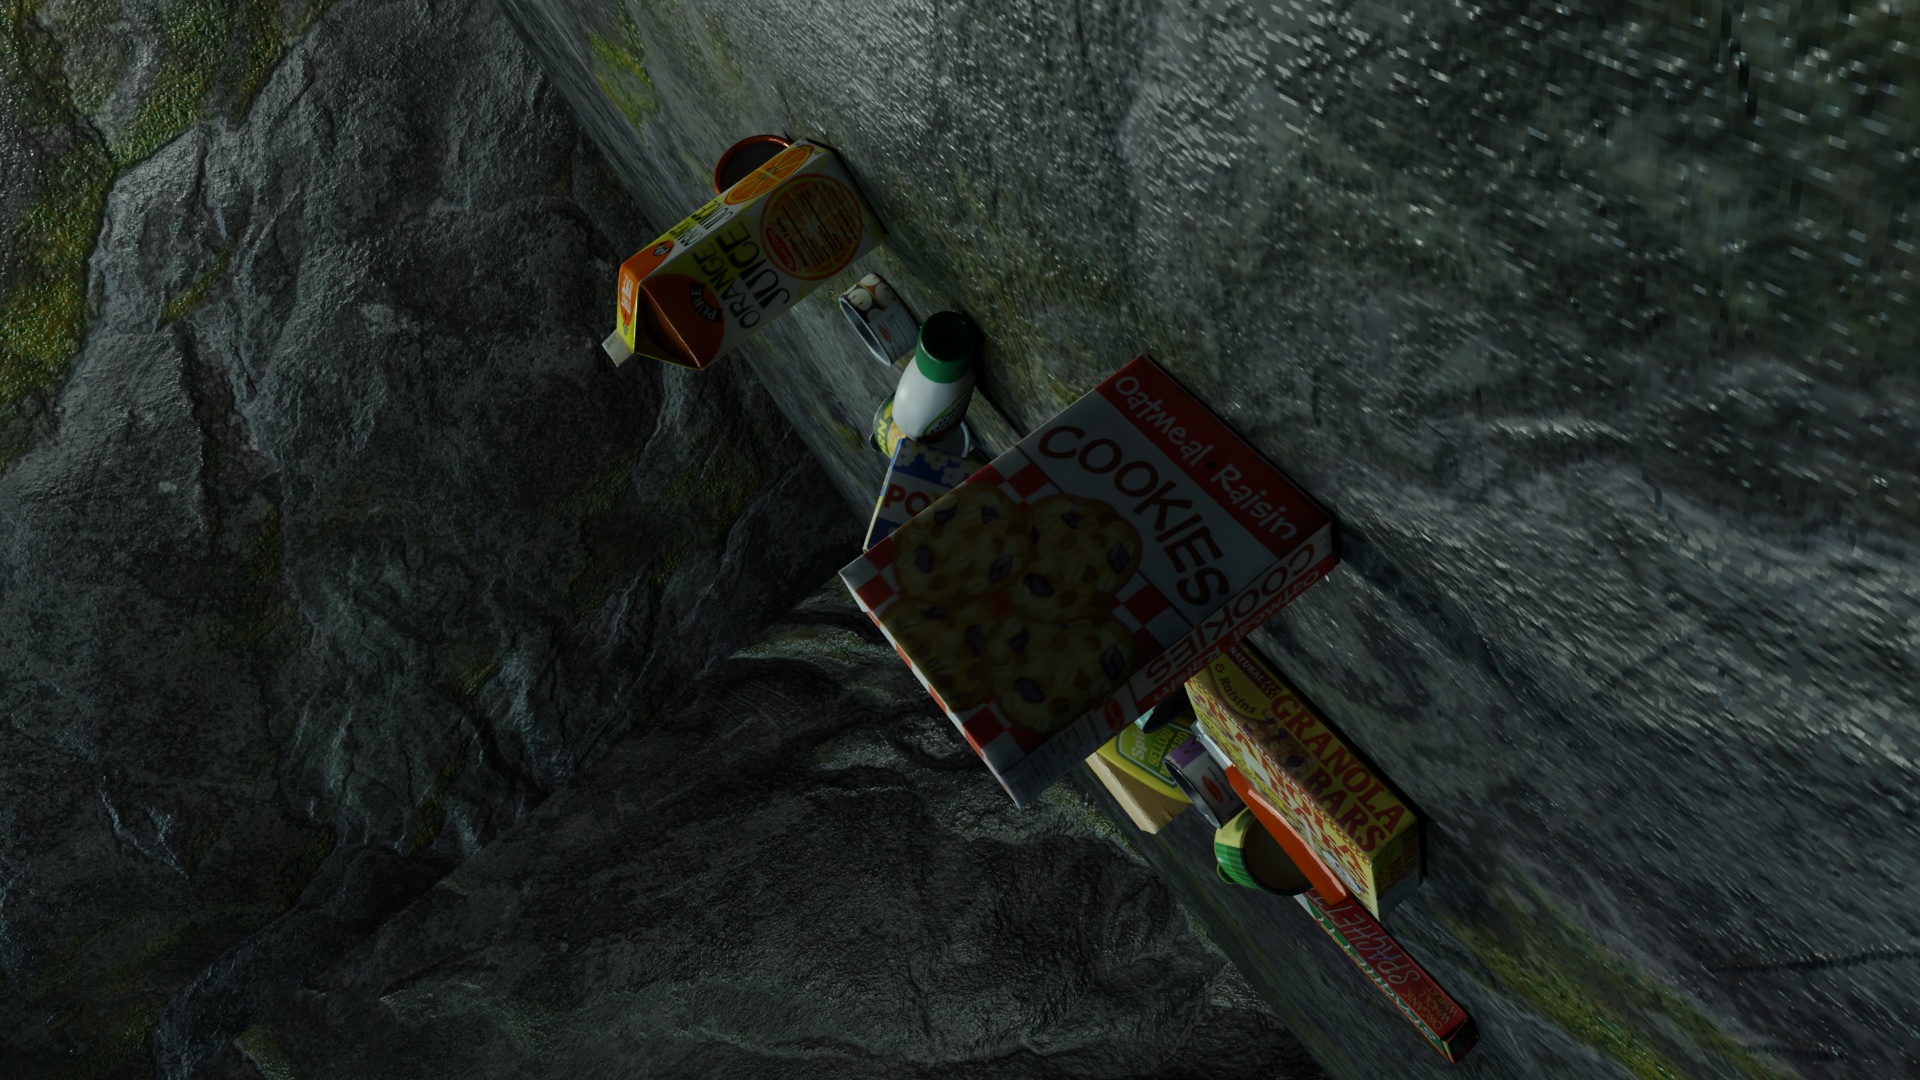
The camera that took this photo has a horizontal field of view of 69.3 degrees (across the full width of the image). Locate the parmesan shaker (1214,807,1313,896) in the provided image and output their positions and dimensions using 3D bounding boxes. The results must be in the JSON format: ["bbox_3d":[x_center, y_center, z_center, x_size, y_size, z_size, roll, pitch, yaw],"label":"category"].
[{"bbox_3d":[0.230,0.232,1.038,0.071,0.071,0.103,51,174,8],"label":"parmesan shaker"}]

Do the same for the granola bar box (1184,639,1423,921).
[{"bbox_3d":[0.201,0.135,0.822,0.166,0.039,0.123,49,174,34],"label":"granola bar box"}]

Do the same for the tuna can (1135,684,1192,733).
[{"bbox_3d":[0.138,0.098,0.945,0.033,0.071,0.071,50,174,24],"label":"tuna can"}]

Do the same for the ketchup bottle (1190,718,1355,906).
[{"bbox_3d":[0.214,0.171,0.924,0.149,0.043,0.064,51,173,16],"label":"ketchup bottle"}]

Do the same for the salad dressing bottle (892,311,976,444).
[{"bbox_3d":[-0.015,-0.109,0.939,0.044,0.064,0.147,45,166,7],"label":"salad dressing bottle"}]

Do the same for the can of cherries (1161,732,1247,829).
[{"bbox_3d":[0.190,0.167,1.020,0.071,0.058,0.071,50,174,7],"label":"can of cherries"}]

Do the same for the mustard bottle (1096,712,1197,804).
[{"bbox_3d":[0.134,0.151,1.094,0.160,0.065,0.049,24,177,13],"label":"mustard bottle"}]

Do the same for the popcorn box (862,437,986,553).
[{"bbox_3d":[0.003,-0.012,0.980,0.127,0.085,0.038,18,171,-3],"label":"popcorn box"}]

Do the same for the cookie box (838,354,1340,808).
[{"bbox_3d":[0.053,0.012,0.582,0.123,0.168,0.040,48,170,34],"label":"cookie box"}]

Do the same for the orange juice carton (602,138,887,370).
[{"bbox_3d":[-0.153,-0.178,0.915,0.072,0.193,0.072,56,174,-30],"label":"orange juice carton"}]

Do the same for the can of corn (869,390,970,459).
[{"bbox_3d":[-0.034,-0.087,1.166,0.071,0.071,0.058,56,172,-36],"label":"can of corn"}]

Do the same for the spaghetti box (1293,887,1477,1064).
[{"bbox_3d":[0.305,0.303,1.097,0.251,0.029,0.050,46,172,46],"label":"spaghetti box"}]

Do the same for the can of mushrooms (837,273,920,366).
[{"bbox_3d":[-0.062,-0.170,1.061,0.071,0.033,0.071,51,175,7],"label":"can of mushrooms"}]

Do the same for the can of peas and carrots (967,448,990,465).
[{"bbox_3d":[0.008,-0.038,1.201,0.071,0.059,0.071,51,174,8],"label":"can of peas and carrots"}]

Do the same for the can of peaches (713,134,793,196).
[{"bbox_3d":[-0.139,-0.251,1.001,0.071,0.071,0.058,50,174,24],"label":"can of peaches"}]
